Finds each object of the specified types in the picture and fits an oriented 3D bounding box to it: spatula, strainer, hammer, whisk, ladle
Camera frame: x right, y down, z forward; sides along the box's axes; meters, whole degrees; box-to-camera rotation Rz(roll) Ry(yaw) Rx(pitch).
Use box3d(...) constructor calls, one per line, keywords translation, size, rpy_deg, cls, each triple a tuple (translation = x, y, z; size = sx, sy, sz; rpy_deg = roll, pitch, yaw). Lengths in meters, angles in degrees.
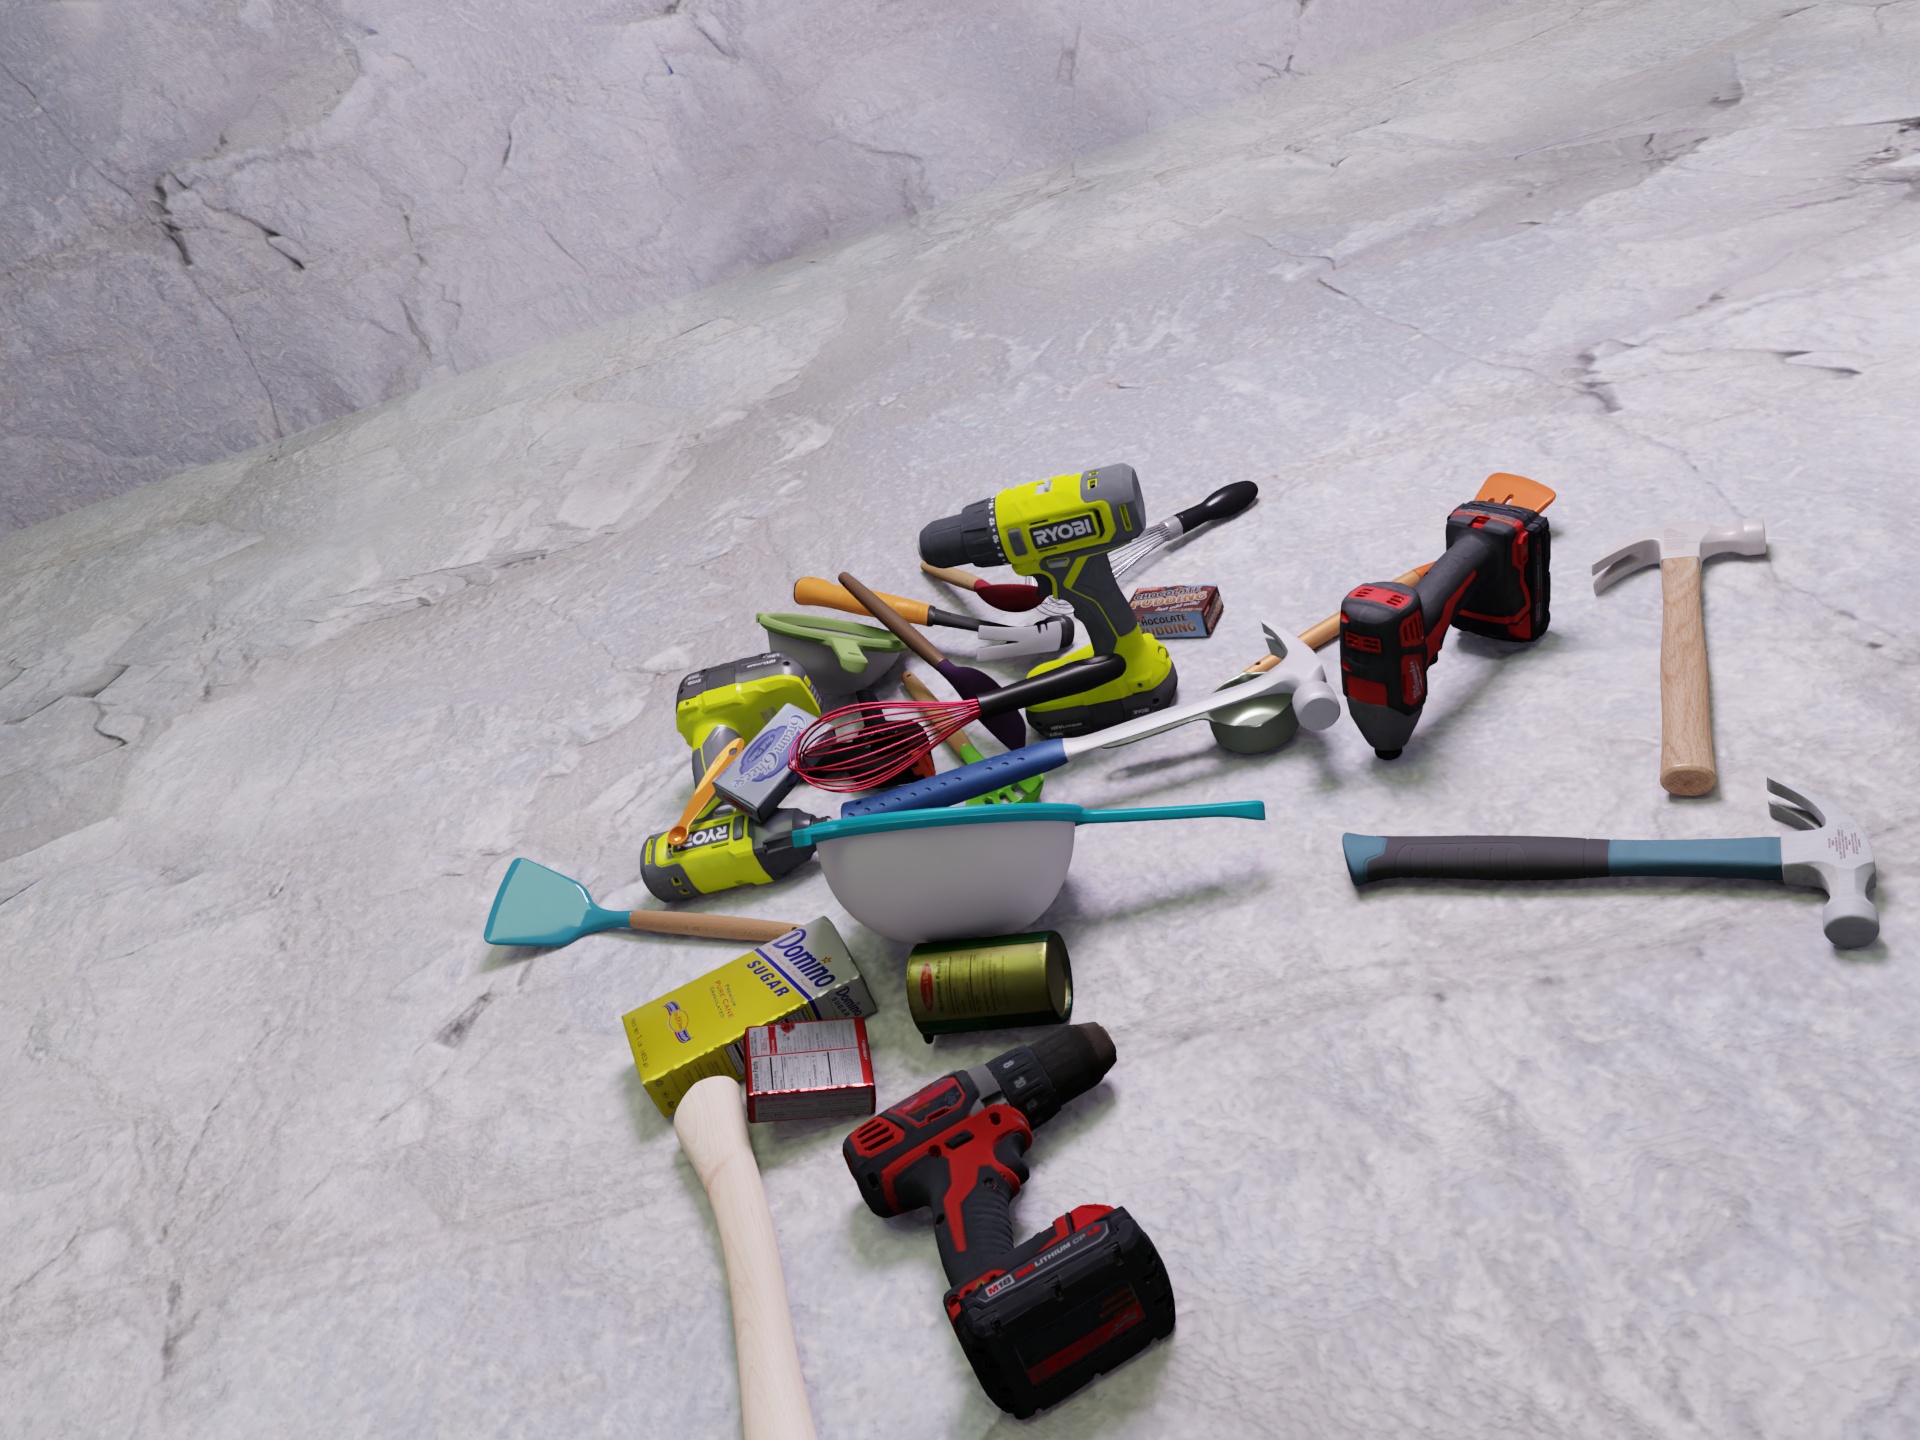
box3d(translation=(0.380, -0.123, 1.404), size=(0.322, 0.041, 0.081), rpy_deg=(-30, 33, -12), cls="spatula")
box3d(translation=(-0.030, -0.065, 1.484), size=(0.018, 0.059, 0.316), rpy_deg=(-21, 42, -27), cls="spatula")
box3d(translation=(0.055, 0.113, 1.171), size=(0.340, 0.095, 0.211), rpy_deg=(-4, -8, 8), cls="strainer")
box3d(translation=(0.096, 0.018, 1.293), size=(0.405, 0.035, 0.144), rpy_deg=(-19, 29, 9), cls="hammer")
box3d(translation=(0.547, -0.057, 1.209), size=(0.130, 0.031, 0.331), rpy_deg=(-4, 35, 26), cls="hammer")
box3d(translation=(-0.002, -0.004, 1.326), size=(0.296, 0.073, 0.073), rpy_deg=(-17, 31, -3), cls="whisk")
box3d(translation=(0.010, -0.141, 1.617), size=(0.069, 0.031, 0.316), rpy_deg=(6, 9, -20), cls="ladle")
box3d(translation=(0.186, -0.181, 1.603), size=(0.284, 0.070, 0.070), rpy_deg=(-27, 31, -17), cls="whisk")
box3d(translation=(-0.119, -0.051, 1.523), size=(0.151, 0.069, 0.256), rpy_deg=(8, 10, -12), cls="strainer")
box3d(translation=(-0.262, 0.167, 1.342), size=(0.317, 0.044, 0.082), rpy_deg=(0, 60, 29), cls="spatula")
box3d(translation=(-0.114, 0.354, 0.970), size=(0.146, 0.038, 0.411), rpy_deg=(-22, 31, -5), cls="hammer")
box3d(translation=(-0.053, -0.107, 1.589), size=(0.337, 0.034, 0.127), rpy_deg=(14, 18, 41), cls="hammer")
box3d(translation=(0.416, 0.092, 1.056), size=(0.331, 0.033, 0.128), rpy_deg=(-2, 37, 29), cls="hammer")

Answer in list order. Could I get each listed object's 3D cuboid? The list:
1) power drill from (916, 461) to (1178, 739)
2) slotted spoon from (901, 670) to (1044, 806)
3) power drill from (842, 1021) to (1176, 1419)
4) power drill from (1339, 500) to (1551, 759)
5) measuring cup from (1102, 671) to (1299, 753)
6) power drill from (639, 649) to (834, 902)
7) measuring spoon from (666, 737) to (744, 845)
box3d(translation=(0.081, -0.100, 1.366), size=(0.190, 0.228, 0.080), rpy_deg=(-12, 32, 16), cls="power drill")
box3d(translation=(0.000, 0.017, 1.433), size=(0.070, 0.031, 0.314), rpy_deg=(-26, 29, -8), cls="slotted spoon")
box3d(translation=(0.044, 0.279, 0.955), size=(0.188, 0.080, 0.227), rpy_deg=(-27, 28, -10), cls="power drill")
box3d(translation=(0.375, -0.071, 1.245), size=(0.079, 0.143, 0.220), rpy_deg=(19, 43, 42), cls="power drill")
box3d(translation=(0.199, 0.009, 1.315), size=(0.167, 0.038, 0.083), rpy_deg=(-17, 31, 11), cls="measuring cup")
box3d(translation=(-0.190, 0.049, 1.423), size=(0.171, 0.080, 0.223), rpy_deg=(-14, 46, 13), cls="power drill")
box3d(translation=(-0.217, 0.062, 1.371), size=(0.021, 0.011, 0.117), rpy_deg=(13, 57, 27), cls="measuring spoon")
